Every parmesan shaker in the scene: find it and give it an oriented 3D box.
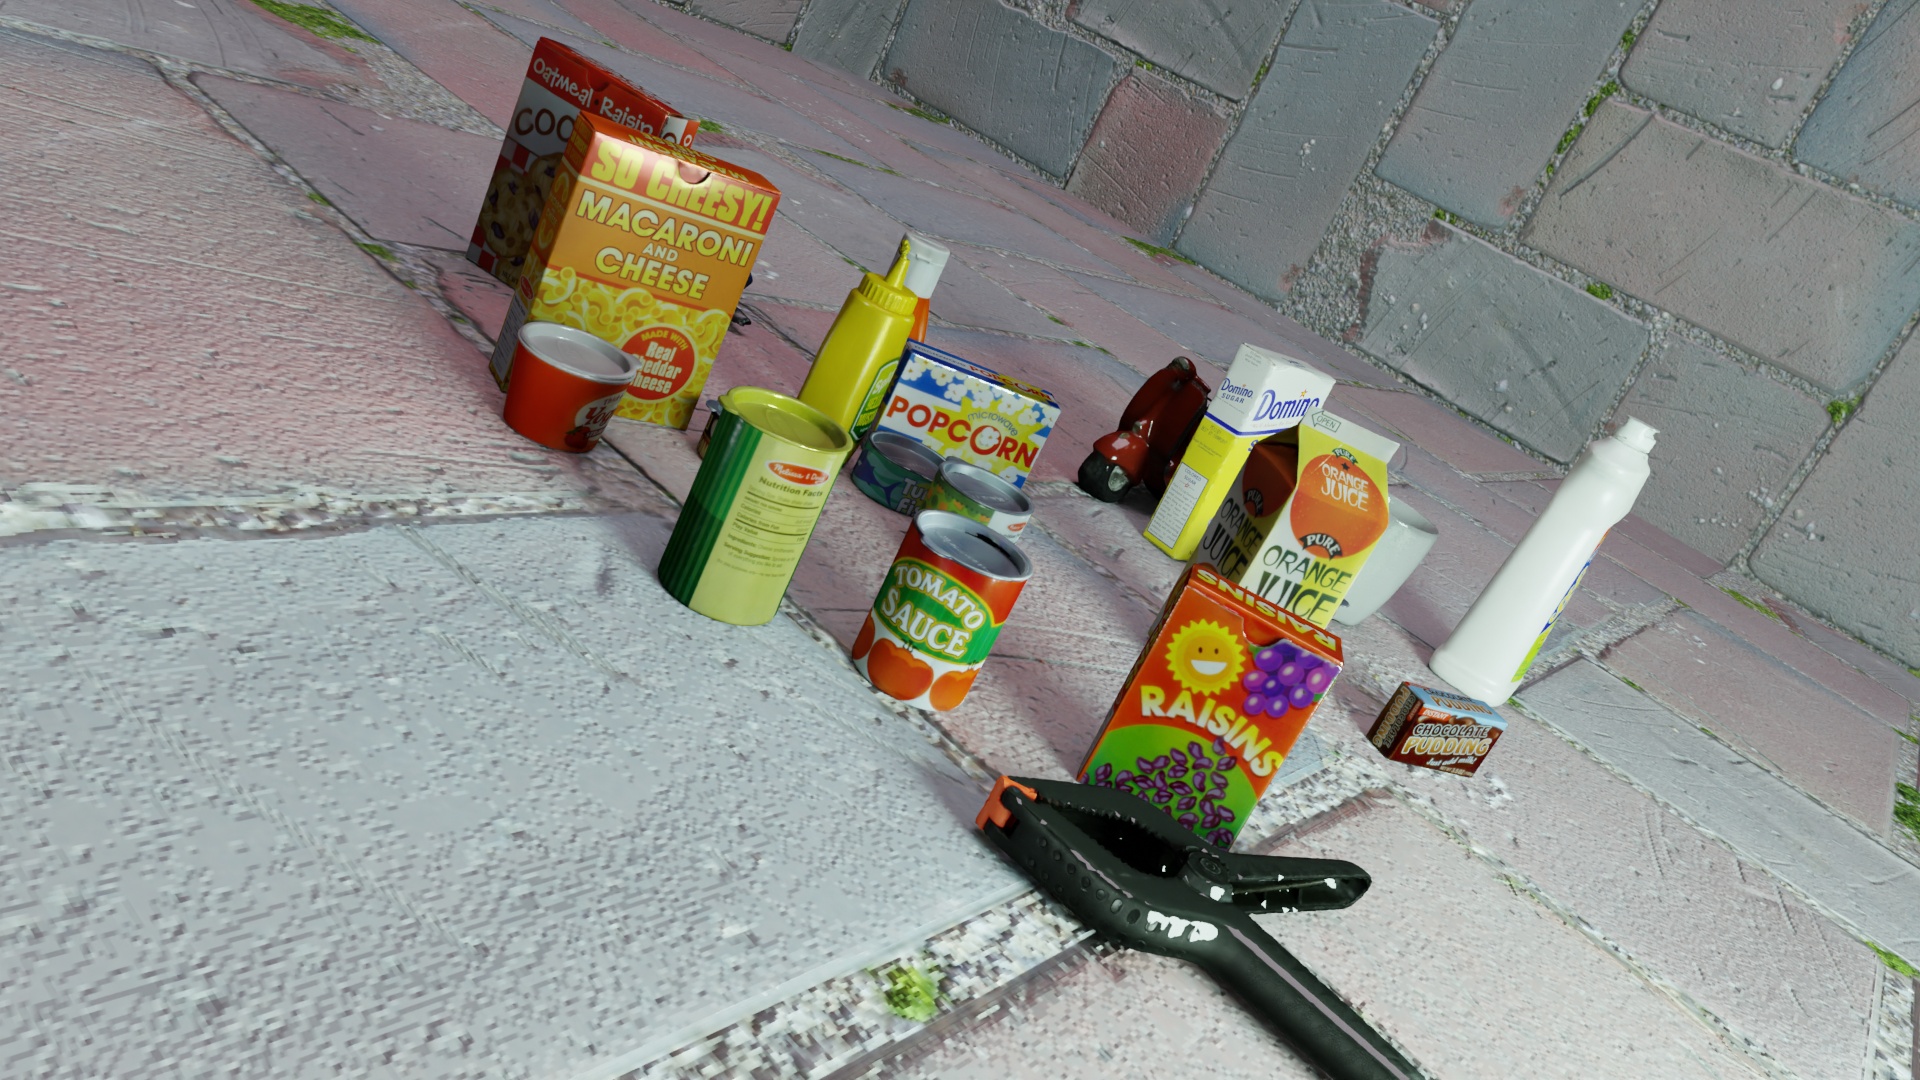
[{"bbox_3d":[-0.107,-0.018,0.698,0.071,0.102,0.071,23,20,-9],"label":"parmesan shaker"}]

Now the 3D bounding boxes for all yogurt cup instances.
[{"bbox_3d":[-0.226,-0.086,0.793,0.072,0.053,0.072,23,20,-9],"label":"yogurt cup"}]

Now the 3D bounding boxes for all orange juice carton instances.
[{"bbox_3d":[0.201,0.010,0.878,0.072,0.192,0.073,20,20,-19],"label":"orange juice carton"}]

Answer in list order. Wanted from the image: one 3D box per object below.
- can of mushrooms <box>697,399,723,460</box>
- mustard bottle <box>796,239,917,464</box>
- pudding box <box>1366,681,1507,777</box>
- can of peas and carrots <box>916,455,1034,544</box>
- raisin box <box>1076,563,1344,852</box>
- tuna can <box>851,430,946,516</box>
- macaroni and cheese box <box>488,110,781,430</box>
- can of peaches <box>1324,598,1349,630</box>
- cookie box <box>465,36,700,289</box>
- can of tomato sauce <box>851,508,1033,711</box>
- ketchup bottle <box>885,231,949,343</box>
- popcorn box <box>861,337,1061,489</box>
[{"bbox_3d":[-0.132,-0.061,0.877,0.071,0.033,0.071,23,20,-9],"label":"can of mushrooms"},{"bbox_3d":[-0.066,-0.127,0.936,0.049,0.159,0.065,29,20,7],"label":"mustard bottle"},{"bbox_3d":[0.325,0.128,0.945,0.084,0.049,0.030,15,22,-28],"label":"pudding box"},{"bbox_3d":[0.003,-0.011,0.882,0.071,0.058,0.071,23,20,-9],"label":"can of peas and carrots"},{"bbox_3d":[0.124,0.085,0.697,0.086,0.123,0.040,28,19,6],"label":"raisin box"},{"bbox_3d":[-0.038,-0.044,0.952,0.071,0.032,0.071,23,20,-9],"label":"tuna can"},{"bbox_3d":[-0.196,-0.157,0.841,0.124,0.165,0.040,11,25,-38],"label":"macaroni and cheese box"},{"bbox_3d":[0.239,0.052,1.017,0.071,0.058,0.071,23,20,-9],"label":"can of peaches"},{"bbox_3d":[-0.266,-0.245,0.970,0.123,0.166,0.040,33,20,17],"label":"cookie box"},{"bbox_3d":[-0.011,0.036,0.711,0.071,0.082,0.071,23,20,-9],"label":"can of tomato sauce"},{"bbox_3d":[-0.054,-0.156,1.038,0.065,0.148,0.044,22,20,-13],"label":"ketchup bottle"},{"bbox_3d":[-0.001,-0.088,1.029,0.127,0.085,0.038,19,21,-21],"label":"popcorn box"}]
